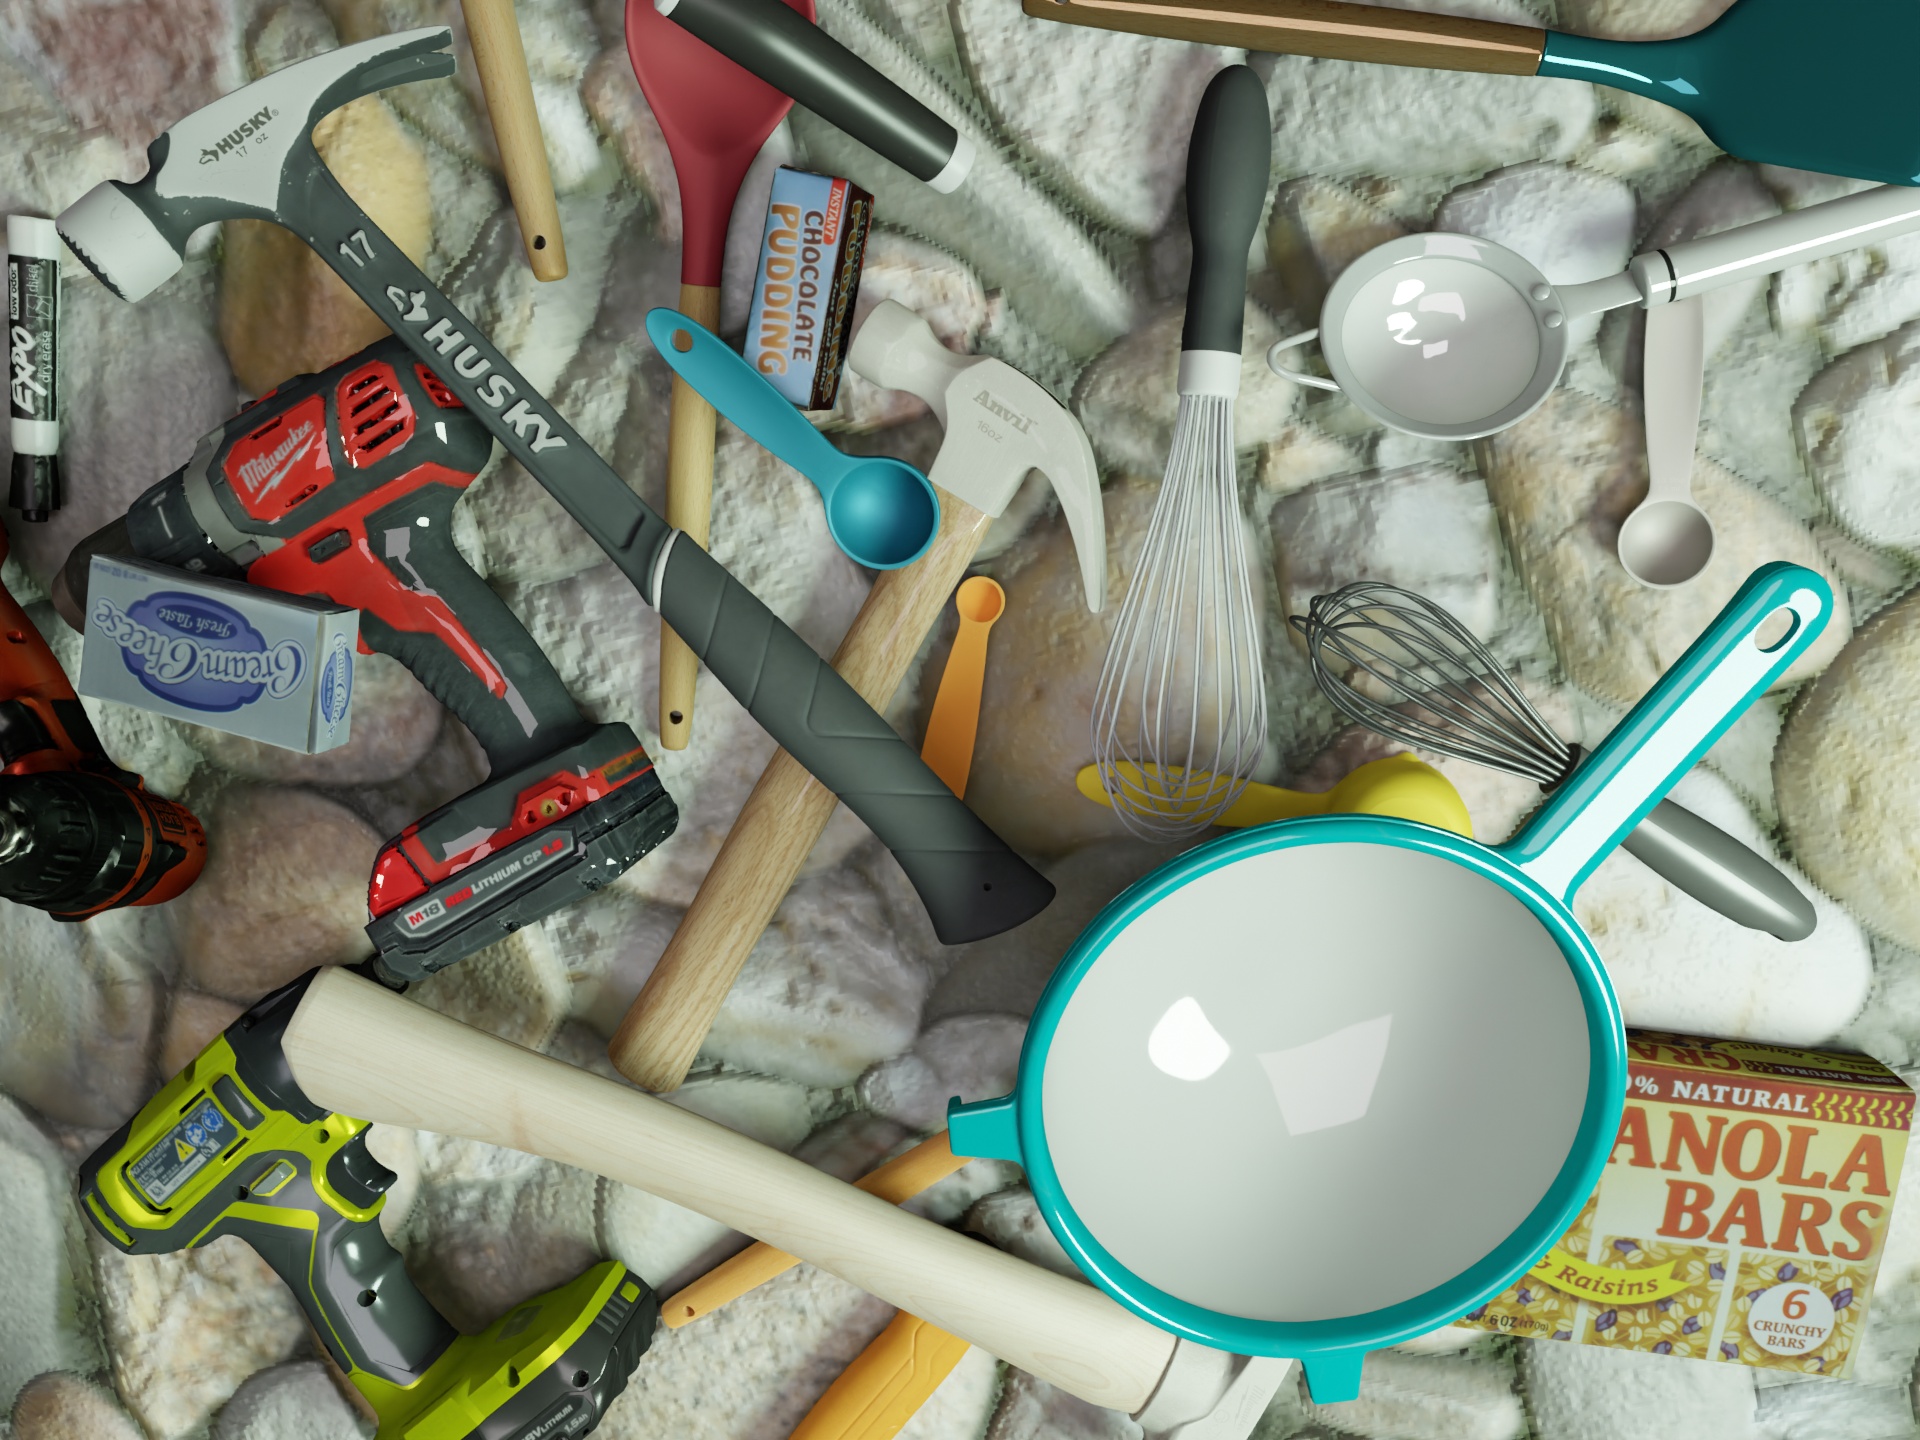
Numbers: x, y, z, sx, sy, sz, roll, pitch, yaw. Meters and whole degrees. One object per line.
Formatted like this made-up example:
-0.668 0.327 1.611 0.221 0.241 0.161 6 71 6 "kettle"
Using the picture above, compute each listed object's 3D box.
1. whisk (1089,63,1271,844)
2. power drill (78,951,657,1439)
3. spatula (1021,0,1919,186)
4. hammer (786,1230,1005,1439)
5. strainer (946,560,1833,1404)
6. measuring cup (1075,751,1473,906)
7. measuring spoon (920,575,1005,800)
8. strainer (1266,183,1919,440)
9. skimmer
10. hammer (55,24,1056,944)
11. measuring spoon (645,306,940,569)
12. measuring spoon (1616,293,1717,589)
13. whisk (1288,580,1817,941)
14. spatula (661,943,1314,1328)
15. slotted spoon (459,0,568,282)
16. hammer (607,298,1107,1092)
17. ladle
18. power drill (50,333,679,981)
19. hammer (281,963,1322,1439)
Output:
0.088 -0.094 0.585 0.070 0.070 0.284 5 96 5 "whisk"
-0.243 0.219 0.677 0.171 0.080 0.223 -41 92 12 "power drill"
0.178 -0.240 0.553 0.317 0.044 0.082 8 98 5 "spatula"
-0.079 0.361 0.710 0.127 0.034 0.337 37 103 -2 "hammer"
0.163 0.071 0.573 0.211 0.095 0.340 37 102 -12 "strainer"
0.122 0.038 0.623 0.156 0.029 0.062 9 102 2 "measuring cup"
-0.001 -0.002 0.640 0.021 0.011 0.117 16 107 13 "measuring spoon"
0.236 -0.151 0.562 0.258 0.050 0.087 -15 69 8 "strainer"
-0.156 -0.274 0.523 0.363 0.090 0.127 24 89 -31 "skimmer"
-0.116 -0.072 0.573 0.409 0.036 0.149 46 75 -4 "hammer"
-0.059 -0.105 0.573 0.128 0.021 0.042 40 115 -8 "measuring spoon"
0.262 -0.111 0.589 0.034 0.018 0.124 1 95 13 "measuring spoon"
0.227 0.019 0.604 0.239 0.055 0.055 32 103 -6 "whisk"
0.001 0.174 0.670 0.322 0.041 0.081 -34 98 16 "spatula"
-0.189 -0.320 0.583 0.070 0.031 0.313 -10 102 8 "slotted spoon"
-0.052 0.012 0.630 0.130 0.031 0.331 33 106 9 "hammer"
-0.100 -0.140 0.611 0.069 0.031 0.315 5 105 -7 "ladle"
-0.236 -0.016 0.627 0.188 0.080 0.226 -27 95 10 "power drill"
-0.058 0.185 0.623 0.410 0.038 0.146 26 98 -9 "hammer"
